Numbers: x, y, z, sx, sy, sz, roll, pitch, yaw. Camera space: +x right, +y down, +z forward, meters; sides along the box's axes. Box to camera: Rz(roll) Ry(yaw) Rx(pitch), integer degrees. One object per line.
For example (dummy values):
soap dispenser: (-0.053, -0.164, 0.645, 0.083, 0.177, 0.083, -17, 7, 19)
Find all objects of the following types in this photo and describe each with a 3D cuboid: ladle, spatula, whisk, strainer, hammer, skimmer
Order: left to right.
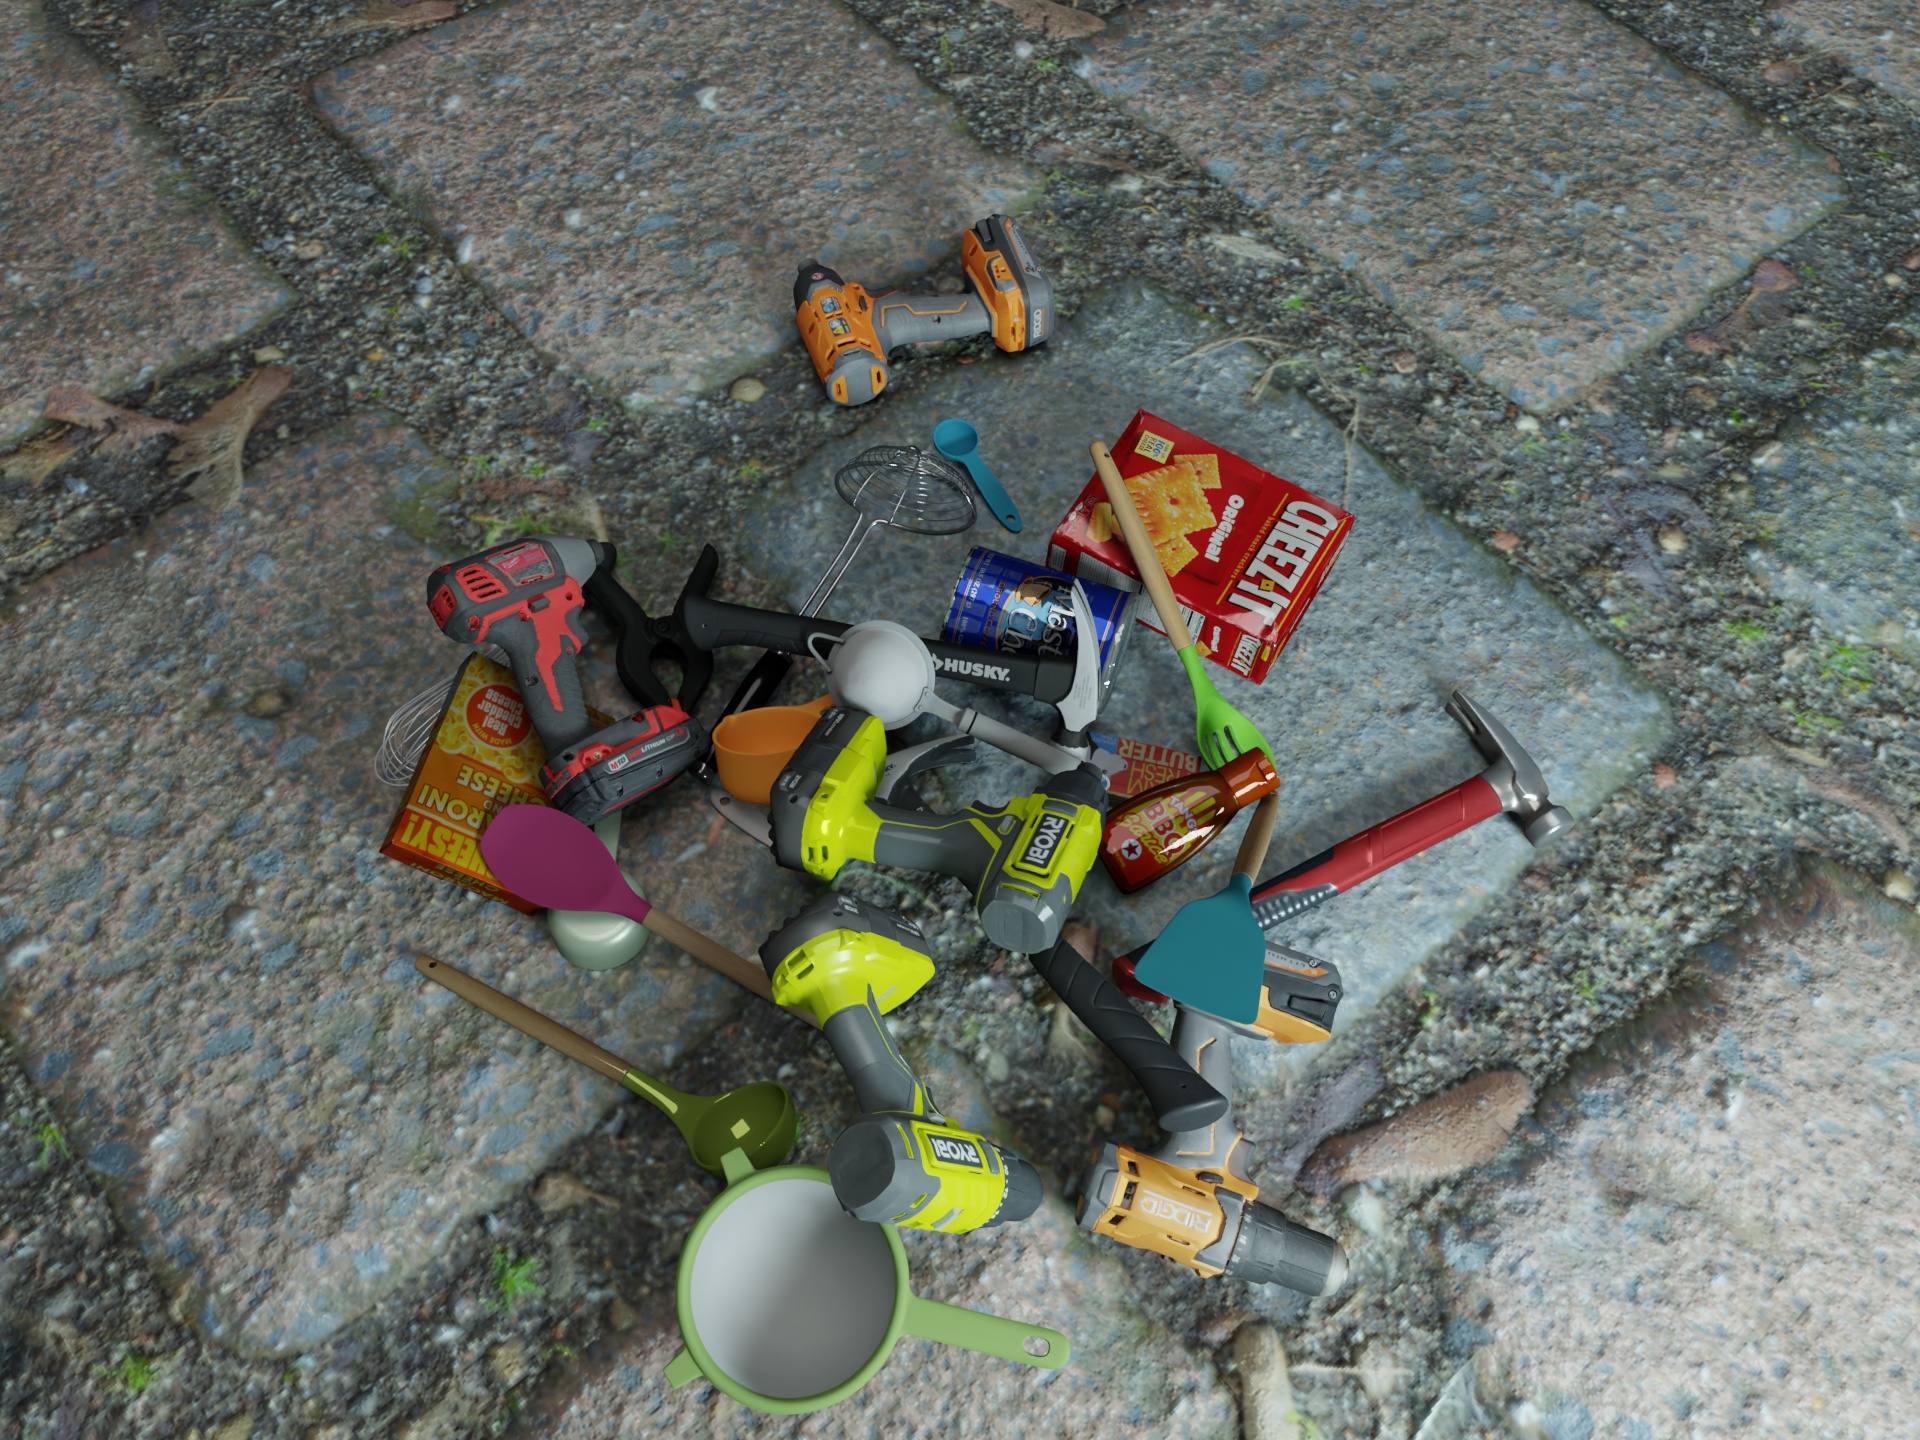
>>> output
whisk: (-0.369, -0.050, 1.294, 0.070, 0.070, 0.285, 28, 58, 13)
ladle: (-0.259, 0.234, 1.130, 0.320, 0.062, 0.078, 24, 48, 15)
skimmer: (-0.113, -0.091, 1.341, 0.127, 0.090, 0.363, 27, 72, 15)
strainer: (-0.056, 0.381, 1.039, 0.256, 0.069, 0.151, 12, 72, 5)
hammer: (-0.055, -0.060, 1.242, 0.335, 0.146, 0.035, 10, 22, 6)
strainer: (-0.002, -0.004, 1.216, 0.258, 0.087, 0.050, 25, 16, -3)
hammer: (0.046, 0.144, 1.144, 0.149, 0.036, 0.409, -28, 47, -21)
spatula: (0.199, 0.115, 1.138, 0.082, 0.044, 0.317, 21, 22, 12)
hammer: (0.282, 0.105, 1.237, 0.386, 0.038, 0.143, -24, 62, -15)

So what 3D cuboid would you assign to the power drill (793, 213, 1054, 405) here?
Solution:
power drill: (-0.043, -0.396, 1.494, 0.226, 0.084, 0.164, -19, 62, -9)

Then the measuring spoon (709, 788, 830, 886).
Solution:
measuring spoon: (-0.148, 0.087, 1.241, 0.124, 0.018, 0.034, 33, 64, 17)

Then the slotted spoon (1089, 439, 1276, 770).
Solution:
slotted spoon: (0.172, -0.083, 1.284, 0.070, 0.031, 0.314, -20, 85, -37)

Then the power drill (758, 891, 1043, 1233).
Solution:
power drill: (-0.037, 0.241, 1.084, 0.080, 0.190, 0.229, -40, 53, 17)

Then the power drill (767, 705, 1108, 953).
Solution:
power drill: (-0.011, 0.069, 1.152, 0.223, 0.080, 0.171, 14, 42, 16)

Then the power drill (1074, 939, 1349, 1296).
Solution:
power drill: (0.198, 0.272, 1.099, 0.185, 0.084, 0.226, 19, 75, 5)

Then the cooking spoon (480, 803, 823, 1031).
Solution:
cooking spoon: (-0.207, 0.156, 1.164, 0.319, 0.017, 0.069, 30, 73, 2)

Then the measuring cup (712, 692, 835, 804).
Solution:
measuring cup: (-0.120, 0.015, 1.263, 0.095, 0.052, 0.173, 15, 28, 35)

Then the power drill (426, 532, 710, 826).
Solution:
power drill: (-0.294, -0.041, 1.216, 0.143, 0.078, 0.220, -29, 86, -40)

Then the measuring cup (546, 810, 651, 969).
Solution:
measuring cup: (-0.274, 0.105, 1.212, 0.083, 0.038, 0.168, -2, 62, -3)

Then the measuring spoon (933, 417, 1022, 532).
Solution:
measuring spoon: (0.017, -0.216, 1.430, 0.042, 0.021, 0.129, -27, 74, -18)
